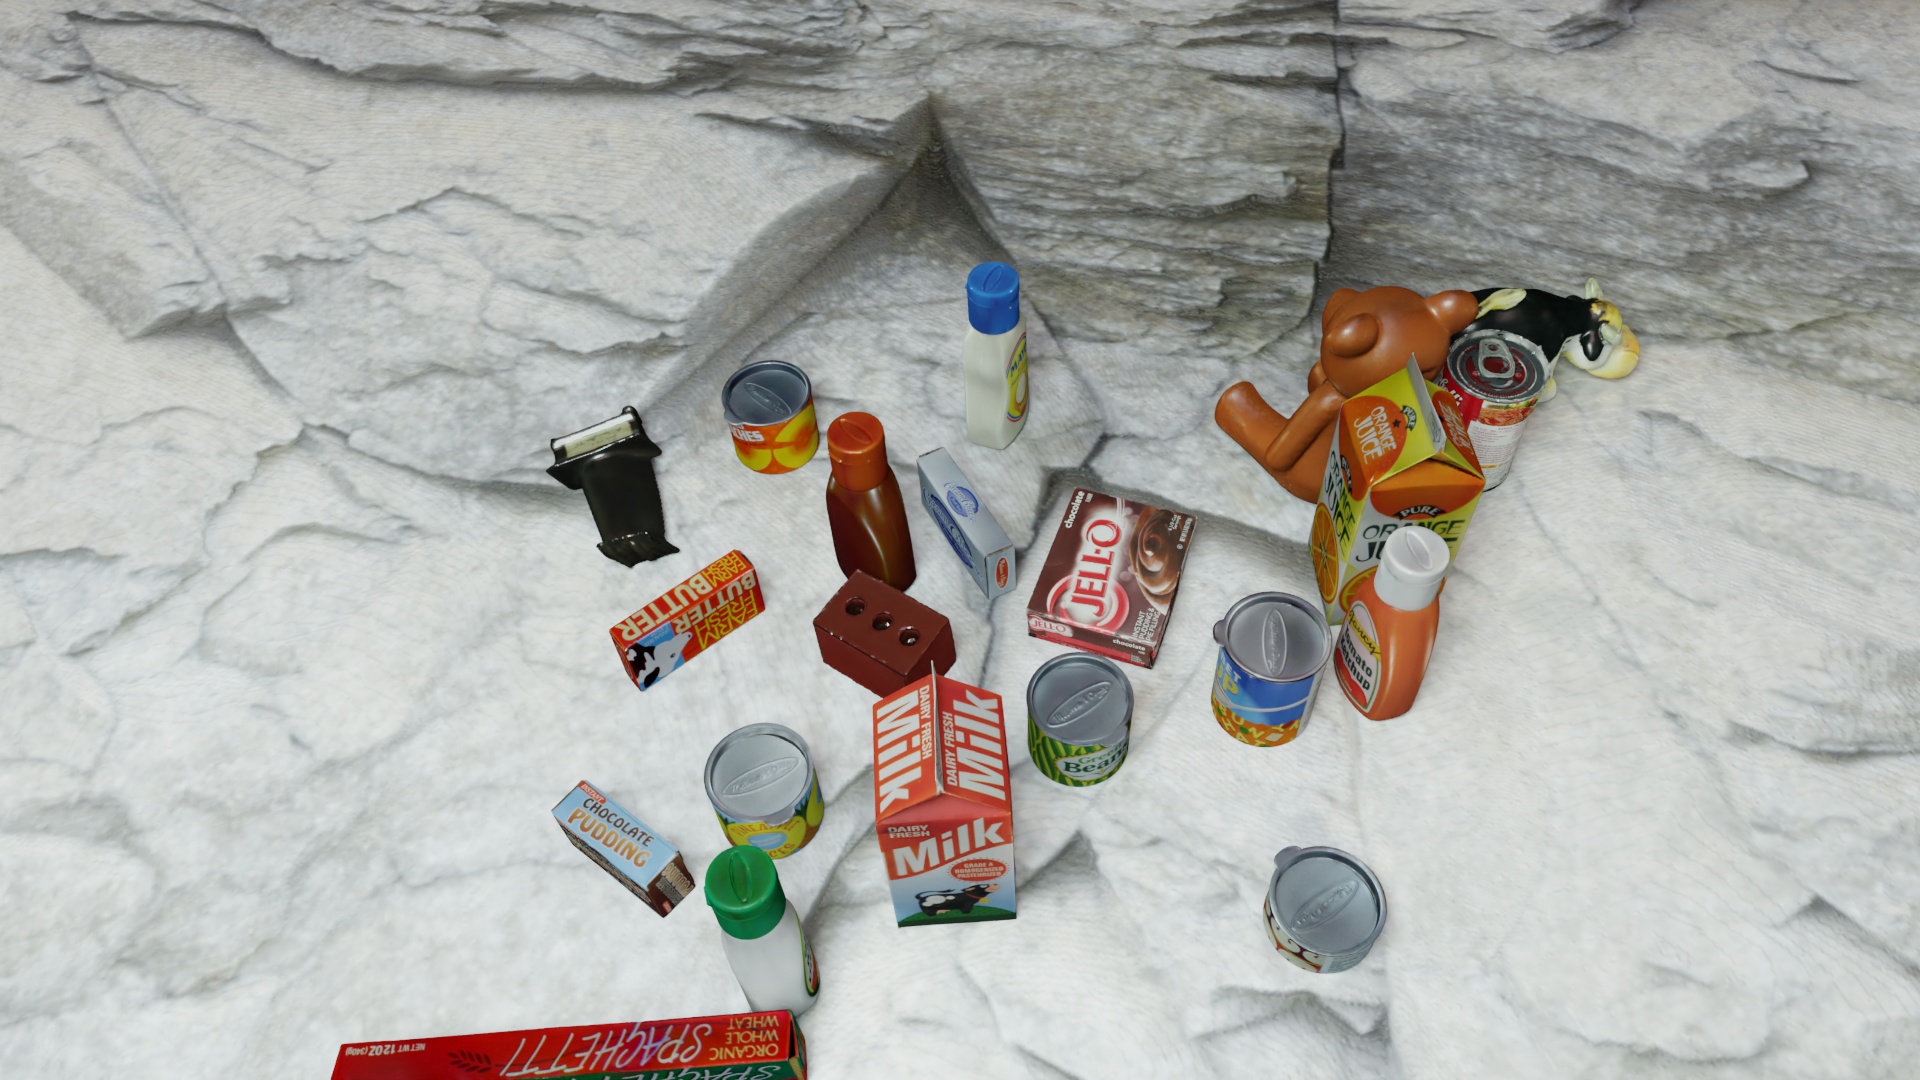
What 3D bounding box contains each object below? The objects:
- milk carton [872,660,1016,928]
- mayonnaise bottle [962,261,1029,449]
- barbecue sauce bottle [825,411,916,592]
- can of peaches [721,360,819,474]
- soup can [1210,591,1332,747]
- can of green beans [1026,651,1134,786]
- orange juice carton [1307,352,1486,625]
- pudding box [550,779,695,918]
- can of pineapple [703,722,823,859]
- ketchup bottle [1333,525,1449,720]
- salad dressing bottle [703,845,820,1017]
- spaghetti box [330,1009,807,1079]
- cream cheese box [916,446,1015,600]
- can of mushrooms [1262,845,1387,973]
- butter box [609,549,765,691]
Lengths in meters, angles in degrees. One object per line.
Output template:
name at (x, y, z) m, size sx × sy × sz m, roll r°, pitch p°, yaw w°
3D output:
milk carton at (-0.008, 0.145, 0.769) m, size 0.073 × 0.189 × 0.073 m, roll -4°, pitch 53°, yaw 0°
mayonnaise bottle at (0.026, -0.135, 1.007) m, size 0.041 × 0.147 × 0.065 m, roll 17°, pitch 56°, yaw 15°
barbecue sauce bottle at (-0.063, -0.024, 0.927) m, size 0.044 × 0.147 × 0.065 m, roll -39°, pitch 60°, yaw -23°
can of peaches at (-0.143, -0.090, 1.039) m, size 0.071 × 0.057 × 0.071 m, roll -1°, pitch 53°, yaw 2°
soup can at (0.191, 0.082, 0.873) m, size 0.071 × 0.083 × 0.072 m, roll -2°, pitch 53°, yaw 2°
can of green beans at (0.074, 0.113, 0.872) m, size 0.071 × 0.057 × 0.071 m, roll -1°, pitch 53°, yaw 2°
orange juice carton at (0.277, -0.029, 0.885) m, size 0.073 × 0.191 × 0.072 m, roll -4°, pitch 53°, yaw 0°
pudding box at (-0.203, 0.185, 0.837) m, size 0.084 × 0.049 × 0.030 m, roll 30°, pitch 60°, yaw 23°
can of pineapple at (-0.119, 0.156, 0.850) m, size 0.071 × 0.057 × 0.071 m, roll -1°, pitch 53°, yaw 2°
ketchup bottle at (0.266, 0.049, 0.854) m, size 0.043 × 0.148 × 0.065 m, roll -14°, pitch 53°, yaw -7°
salad dressing bottle at (-0.107, 0.212, 0.750) m, size 0.044 × 0.147 × 0.064 m, roll -15°, pitch 54°, yaw -8°
spaghetti box at (-0.210, 0.287, 0.760) m, size 0.250 × 0.050 × 0.029 m, roll -4°, pitch 53°, yaw 0°
cream cheese box at (0.003, -0.012, 0.974) m, size 0.024 × 0.053 × 0.104 m, roll -25°, pitch 55°, yaw -15°
can of mushrooms at (0.208, 0.212, 0.804) m, size 0.071 × 0.033 × 0.071 m, roll -1°, pitch 53°, yaw 2°
butter box at (-0.182, 0.053, 0.935) m, size 0.104 × 0.052 × 0.024 m, roll -35°, pitch 59°, yaw -21°
